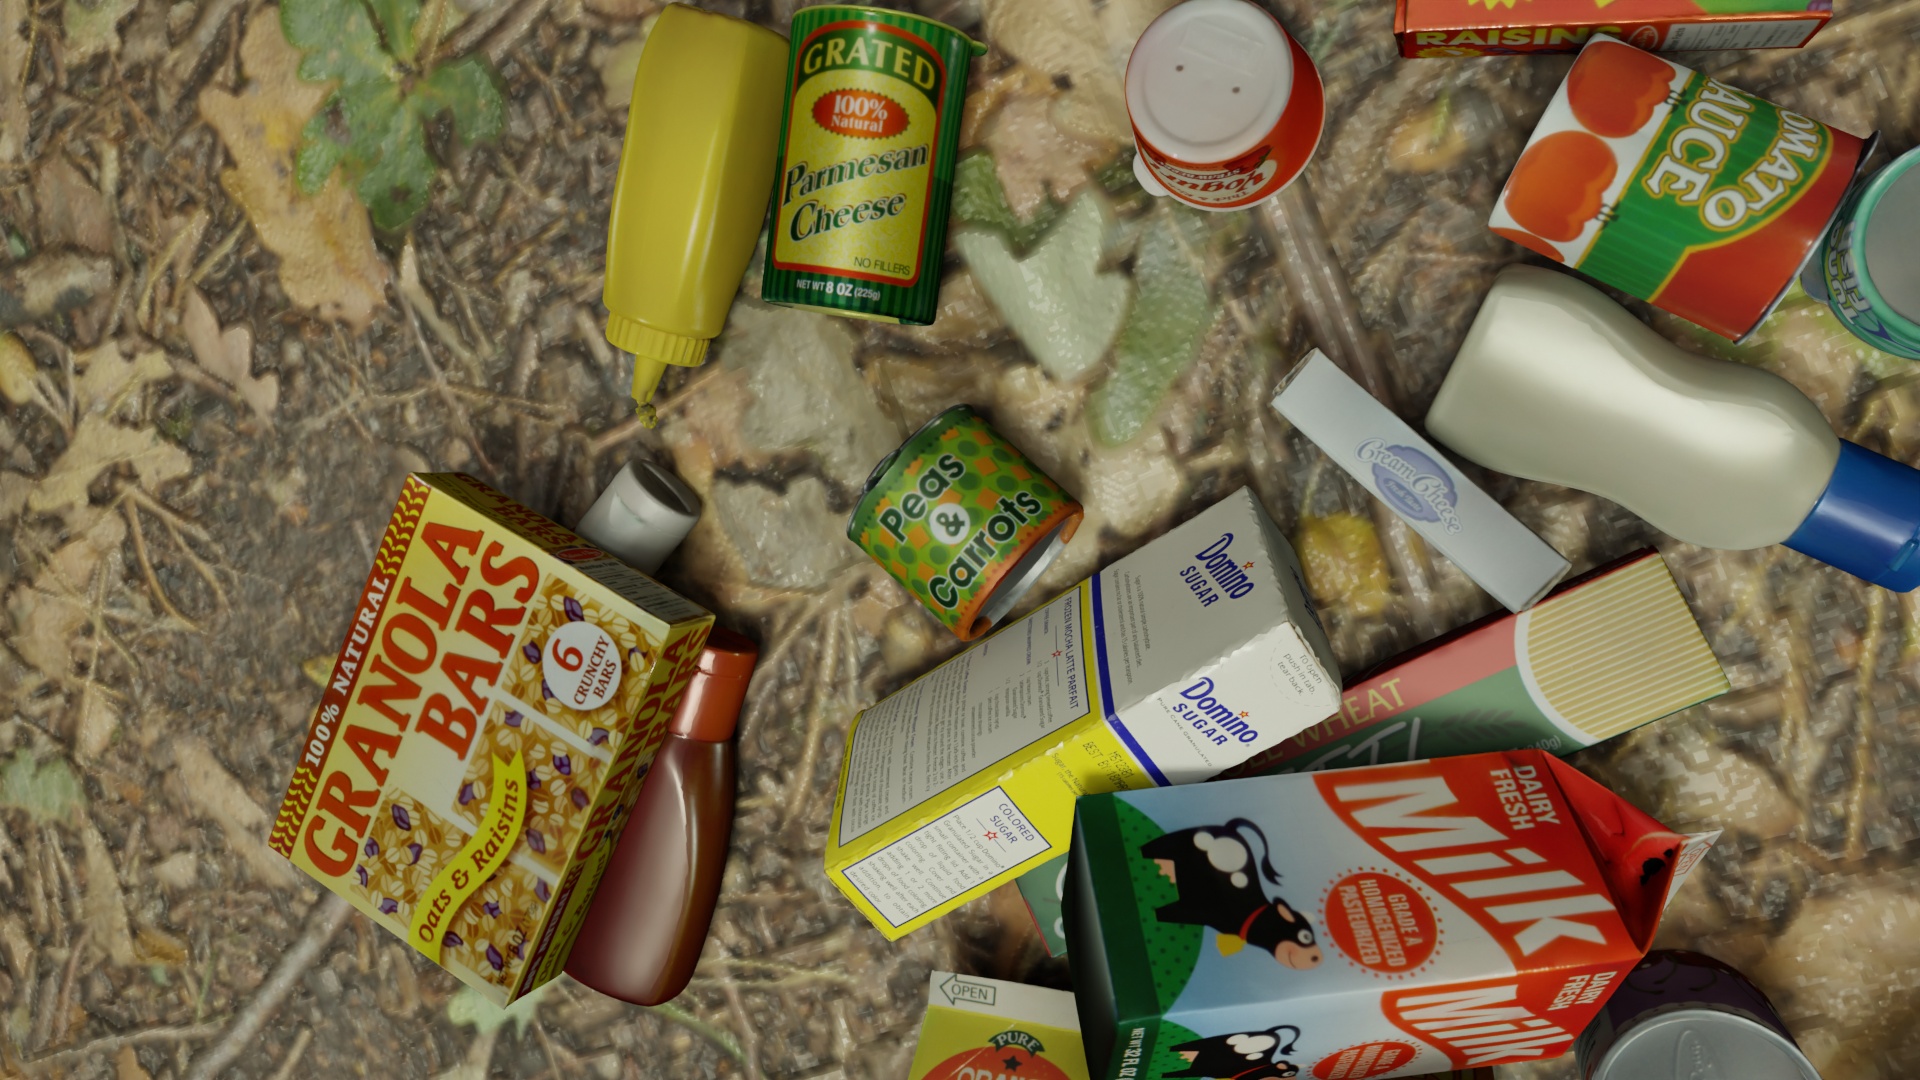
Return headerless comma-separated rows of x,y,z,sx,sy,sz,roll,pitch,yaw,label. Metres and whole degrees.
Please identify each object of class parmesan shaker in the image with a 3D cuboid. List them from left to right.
-0.032,-0.133,0.507,0.071,0.071,0.103,9,96,18,parmesan shaker

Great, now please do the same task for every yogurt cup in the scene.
0.088,-0.150,0.472,0.072,0.054,0.072,1,93,18,yogurt cup

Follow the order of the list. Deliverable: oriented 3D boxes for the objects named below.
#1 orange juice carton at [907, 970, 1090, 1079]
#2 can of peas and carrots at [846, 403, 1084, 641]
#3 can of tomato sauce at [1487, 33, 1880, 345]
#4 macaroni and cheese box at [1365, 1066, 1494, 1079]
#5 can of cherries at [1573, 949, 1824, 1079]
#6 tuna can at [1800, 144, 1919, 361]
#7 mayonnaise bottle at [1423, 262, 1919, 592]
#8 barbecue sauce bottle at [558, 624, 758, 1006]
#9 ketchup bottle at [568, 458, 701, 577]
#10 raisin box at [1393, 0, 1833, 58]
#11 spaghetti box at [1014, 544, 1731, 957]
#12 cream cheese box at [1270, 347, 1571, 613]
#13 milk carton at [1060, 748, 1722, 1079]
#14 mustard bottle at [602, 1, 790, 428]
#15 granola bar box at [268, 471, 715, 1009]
0.021,0.255,0.504,0.072,0.073,0.192,2,93,19,orange juice carton
0.002,-0.006,0.499,0.059,0.071,0.071,42,105,12,can of peas and carrots
0.216,-0.109,0.422,0.083,0.071,0.071,30,102,15,can of tomato sauce
0.101,0.192,0.425,0.124,0.167,0.040,-1,93,18,macaroni and cheese box
0.233,0.170,0.437,0.071,0.058,0.071,1,92,19,can of cherries
0.296,-0.087,0.416,0.071,0.033,0.071,1,93,18,tuna can
0.227,-0.031,0.434,0.148,0.041,0.064,27,127,14,mayonnaise bottle
-0.120,0.107,0.560,0.065,0.044,0.148,21,99,17,barbecue sauce bottle
-0.165,0.032,0.571,0.065,0.043,0.148,44,104,9,ketchup bottle
0.205,-0.199,0.438,0.123,0.040,0.086,5,95,19,raisin box
0.130,0.078,0.482,0.249,0.029,0.050,-27,83,18,spaghetti box
0.150,-0.020,0.458,0.104,0.053,0.024,43,103,12,cream cheese box
0.132,0.117,0.429,0.191,0.072,0.074,-4,48,-6,milk carton
-0.107,-0.120,0.535,0.049,0.065,0.159,20,103,12,mustard bottle
-0.182,0.073,0.534,0.124,0.039,0.165,28,101,14,granola bar box
